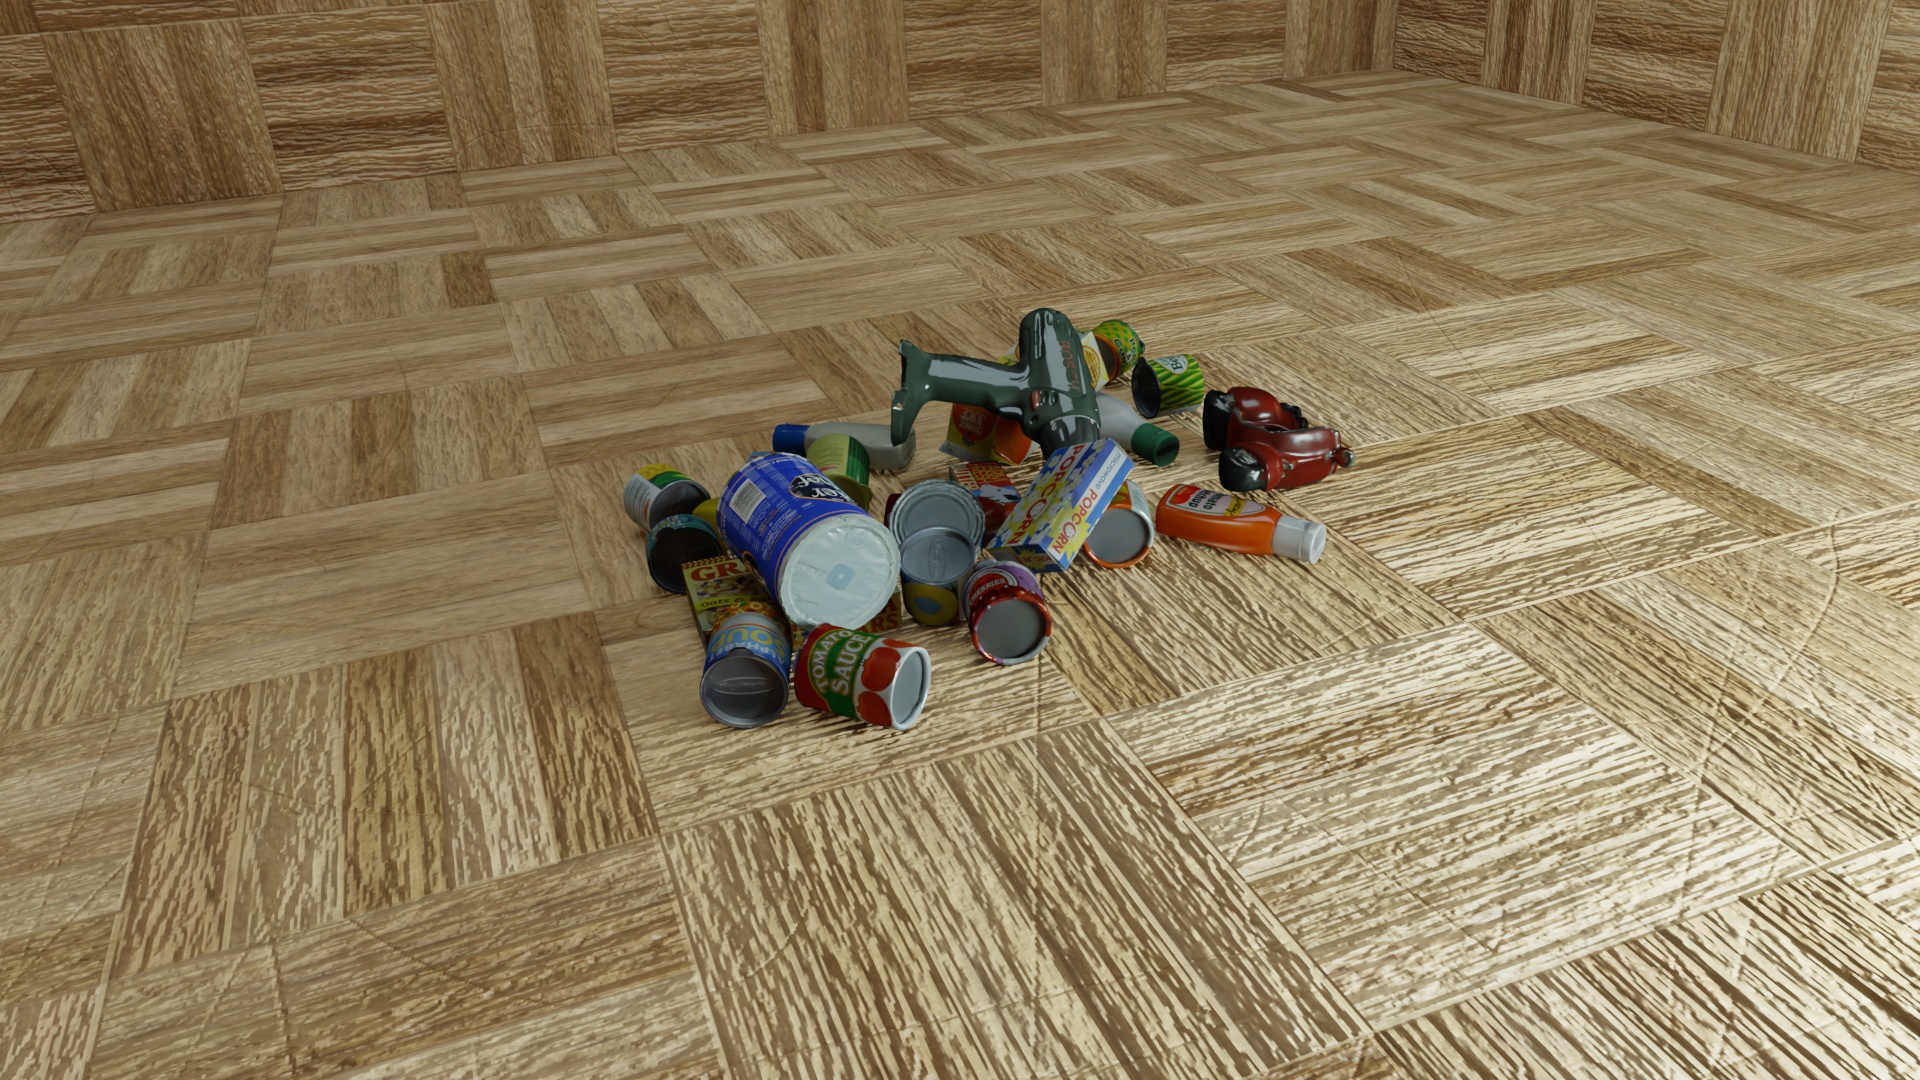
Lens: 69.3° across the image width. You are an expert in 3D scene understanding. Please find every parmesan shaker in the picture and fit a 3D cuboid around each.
[{"bbox_3d":[-0.119,-0.057,1.360,0.071,0.071,0.103,-3,26,-1],"label":"parmesan shaker"}]

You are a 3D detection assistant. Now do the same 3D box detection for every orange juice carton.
[{"bbox_3d":[0.063,-0.147,1.478,0.193,0.072,0.072,-44,44,-20],"label":"orange juice carton"}]

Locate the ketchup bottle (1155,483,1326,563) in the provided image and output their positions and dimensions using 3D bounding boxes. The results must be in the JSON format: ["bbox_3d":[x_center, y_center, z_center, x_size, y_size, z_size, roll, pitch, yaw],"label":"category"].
[{"bbox_3d":[0.257,-0.014,1.270,0.149,0.043,0.065,16,32,31],"label":"ketchup bottle"}]

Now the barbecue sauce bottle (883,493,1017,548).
[{"bbox_3d":[0.005,-0.016,1.295,0.148,0.043,0.065,0,39,4],"label":"barbecue sauce bottle"}]

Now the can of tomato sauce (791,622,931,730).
[{"bbox_3d":[-0.074,0.101,1.044,0.083,0.071,0.071,11,30,24],"label":"can of tomato sauce"}]

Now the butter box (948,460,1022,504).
[{"bbox_3d":[0.025,-0.048,1.375,0.053,0.024,0.104,-7,28,-11],"label":"butter box"}]

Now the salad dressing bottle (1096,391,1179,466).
[{"bbox_3d":[0.172,-0.120,1.485,0.064,0.043,0.148,-23,34,-26],"label":"salad dressing bottle"}]

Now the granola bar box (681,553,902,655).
[{"bbox_3d":[-0.146,0.047,1.189,0.166,0.039,0.124,-11,29,-16],"label":"granola bar box"}]

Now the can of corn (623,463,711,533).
[{"bbox_3d":[-0.279,-0.035,1.334,0.071,0.070,0.058,-21,32,-32],"label":"can of corn"}]

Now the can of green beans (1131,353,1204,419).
[{"bbox_3d":[0.232,-0.173,1.557,0.058,0.071,0.071,-13,29,-19],"label":"can of green beans"}]

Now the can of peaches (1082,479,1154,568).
[{"bbox_3d":[0.138,-0.015,1.260,0.071,0.071,0.058,-2,27,1],"label":"can of peaches"}]

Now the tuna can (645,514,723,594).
[{"bbox_3d":[-0.248,0.010,1.237,0.071,0.070,0.033,-10,26,-14],"label":"tuna can"}]

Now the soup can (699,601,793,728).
[{"bbox_3d":[-0.163,0.092,1.069,0.071,0.071,0.084,-4,27,-2],"label":"soup can"}]

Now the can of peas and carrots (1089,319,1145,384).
[{"bbox_3d":[0.176,-0.224,1.663,0.071,0.070,0.059,15,32,31],"label":"can of peas and carrots"}]

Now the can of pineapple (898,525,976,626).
[{"bbox_3d":[-0.020,0.030,1.173,0.071,0.057,0.071,-2,47,2],"label":"can of pineapple"}]

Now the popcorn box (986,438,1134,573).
[{"bbox_3d":[0.089,-0.030,1.230,0.085,0.038,0.127,-7,43,58],"label":"popcorn box"}]

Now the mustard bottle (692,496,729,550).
[{"bbox_3d":[-0.171,-0.016,1.280,0.160,0.048,0.065,2,17,31],"label":"mustard bottle"}]

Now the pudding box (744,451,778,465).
[{"bbox_3d":[-0.198,-0.051,1.373,0.030,0.049,0.084,-1,27,6],"label":"pudding box"}]

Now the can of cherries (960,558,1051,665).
[{"bbox_3d":[0.035,0.057,1.121,0.071,0.071,0.058,-5,28,-6],"label":"can of cherries"}]

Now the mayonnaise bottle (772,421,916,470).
[{"bbox_3d":[-0.125,-0.102,1.479,0.148,0.041,0.065,4,26,15],"label":"mayonnaise bottle"}]
